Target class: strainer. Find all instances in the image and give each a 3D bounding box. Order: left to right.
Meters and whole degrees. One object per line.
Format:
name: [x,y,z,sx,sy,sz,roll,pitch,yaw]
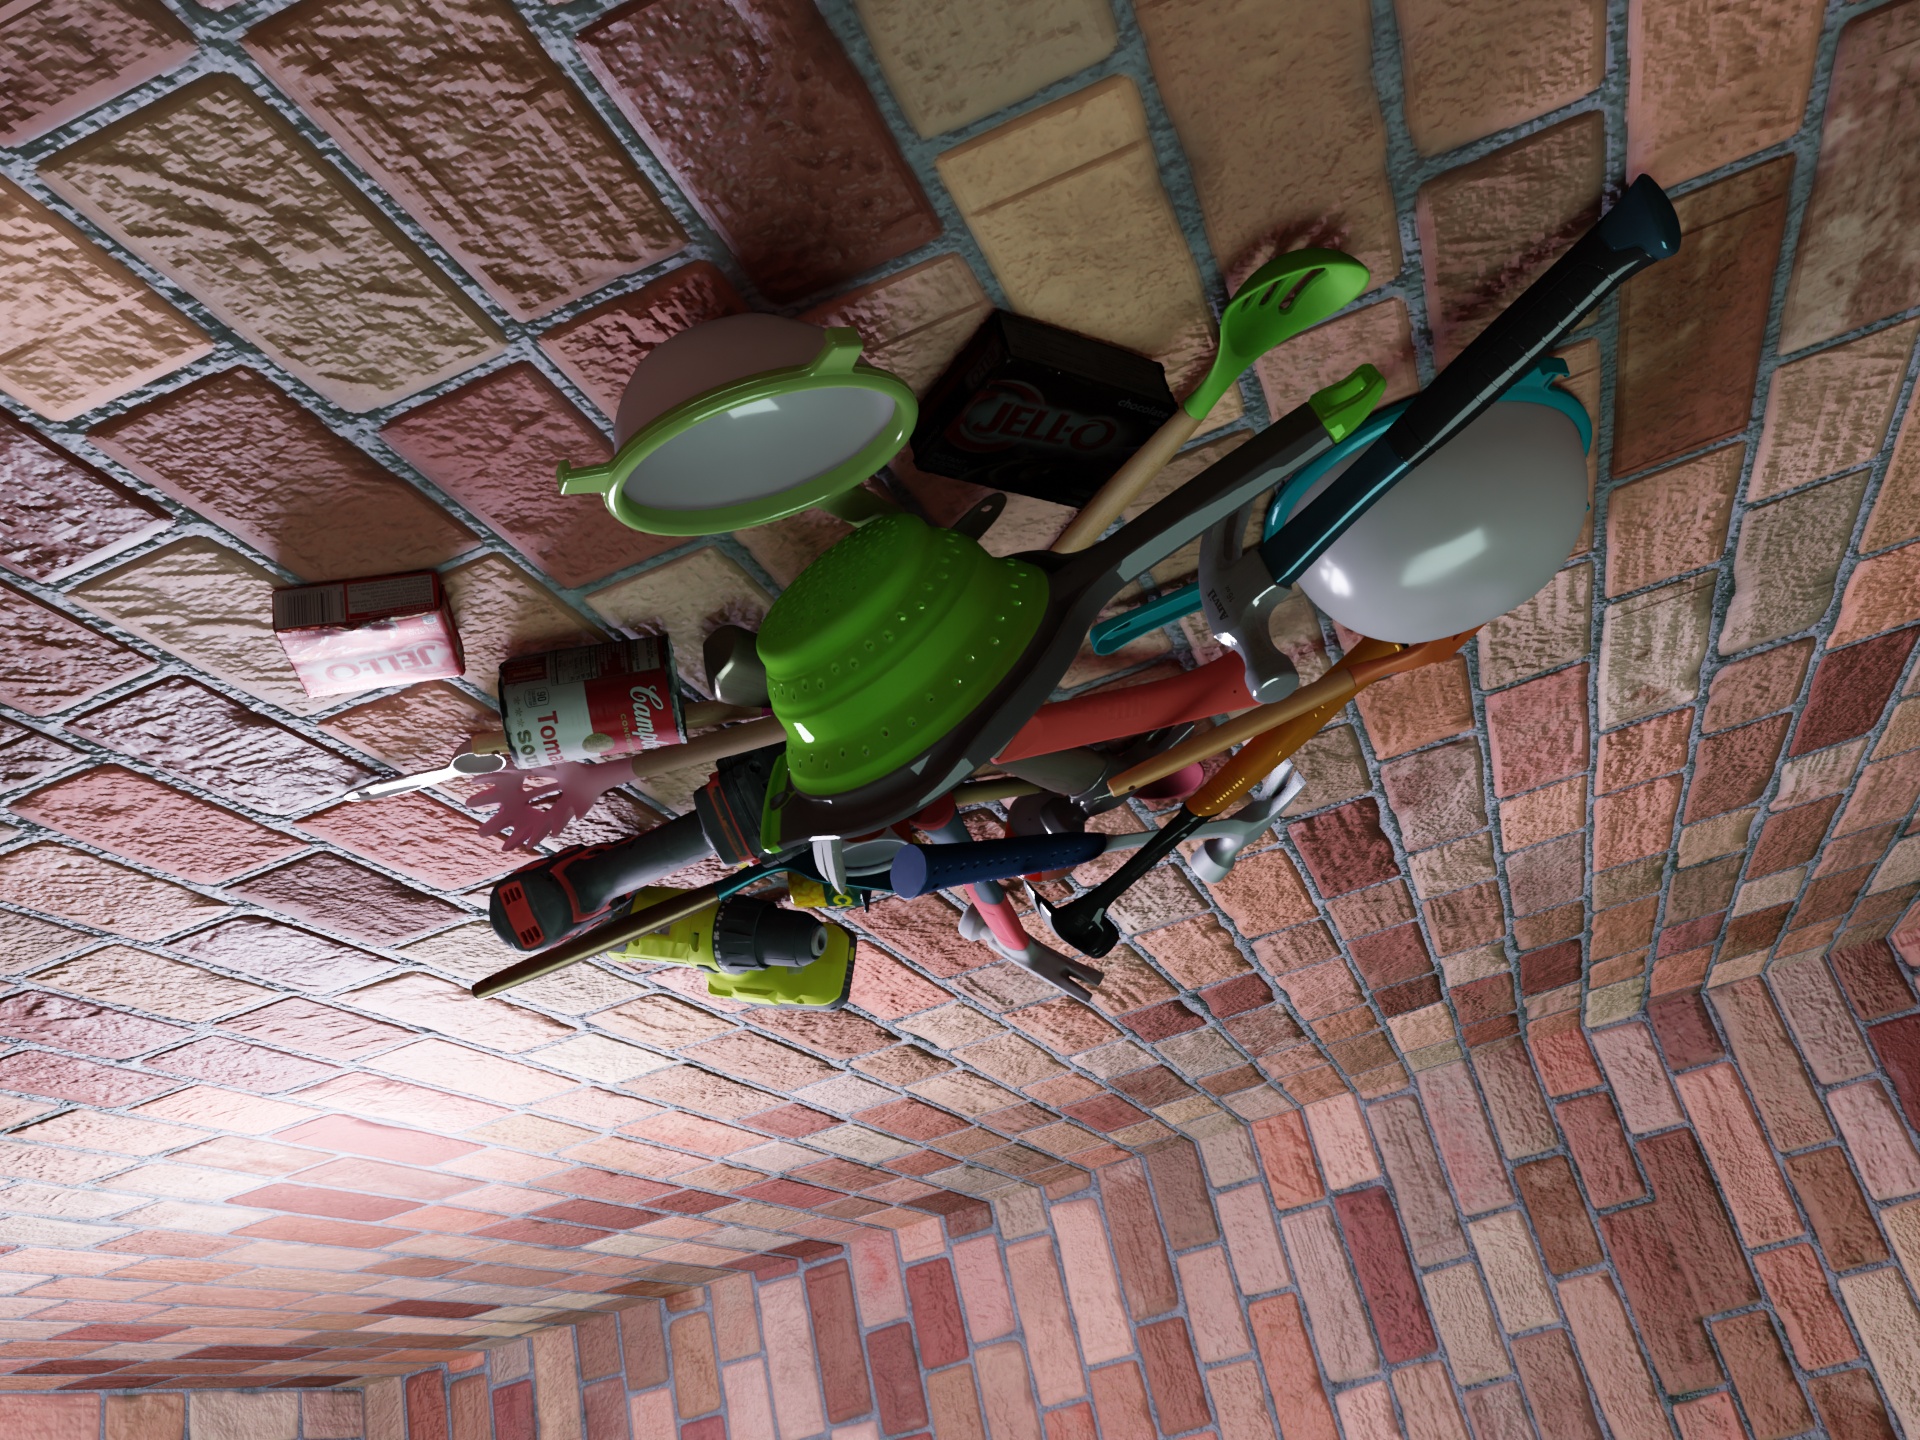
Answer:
strainer: [-0.085,-0.144,0.790,0.151,0.069,0.256,-23,170,14]
strainer: [0.248,-0.086,1.011,0.340,0.095,0.210,-23,152,16]

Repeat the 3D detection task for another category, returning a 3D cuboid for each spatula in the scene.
spatula: [-0.200,0.144,1.165,0.317,0.082,0.044,-22,132,-10]
spatula: [0.248,-0.026,1.119,0.322,0.041,0.080,-25,142,0]

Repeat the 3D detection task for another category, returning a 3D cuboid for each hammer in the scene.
hammer: [-0.002,-0.003,1.092,0.410,0.038,0.146,19,125,-46]
hammer: [0.031,0.145,1.324,0.038,0.143,0.386,-57,157,-14]
hammer: [0.064,0.013,1.087,0.359,0.037,0.149,-11,122,-30]
hammer: [0.114,0.091,1.222,0.405,0.035,0.144,-3,141,-44]
hammer: [0.194,0.045,1.173,0.337,0.034,0.127,-42,147,4]
hammer: [0.253,-0.157,0.873,0.033,0.128,0.331,11,136,-41]

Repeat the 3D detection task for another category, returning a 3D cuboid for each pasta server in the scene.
pasta server: [-0.189,0.027,1.014,0.316,0.060,0.040,-14,-168,29]

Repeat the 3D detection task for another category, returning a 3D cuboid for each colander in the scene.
colander: [0.026,-0.086,0.816,0.397,0.205,0.094,-34,114,16]

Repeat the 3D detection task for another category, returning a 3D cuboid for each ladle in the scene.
ladle: [0.039,0.055,1.264,0.315,0.031,0.069,-8,139,-8]

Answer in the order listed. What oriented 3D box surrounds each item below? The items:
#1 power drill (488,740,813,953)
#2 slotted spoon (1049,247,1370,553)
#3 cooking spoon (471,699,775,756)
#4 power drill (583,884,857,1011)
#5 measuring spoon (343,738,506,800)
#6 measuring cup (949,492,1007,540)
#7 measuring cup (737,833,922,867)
power drill: [-0.199,0.086,1.118,0.226,0.080,0.188,-25,180,15]
slotted spoon: [0.114,-0.158,0.883,0.070,0.031,0.313,-5,155,-31]
cooking spoon: [-0.158,-0.006,1.052,0.319,0.017,0.068,-8,153,-17]
power drill: [-0.169,0.183,1.288,0.190,0.080,0.228,3,164,19]
measuring spoon: [-0.354,0.032,1.046,0.124,0.018,0.034,-15,155,17]
measuring cup: [-0.034,-0.091,0.934,0.083,0.038,0.167,14,136,-43]
measuring cup: [-0.107,0.110,1.314,0.156,0.029,0.062,2,152,-5]
